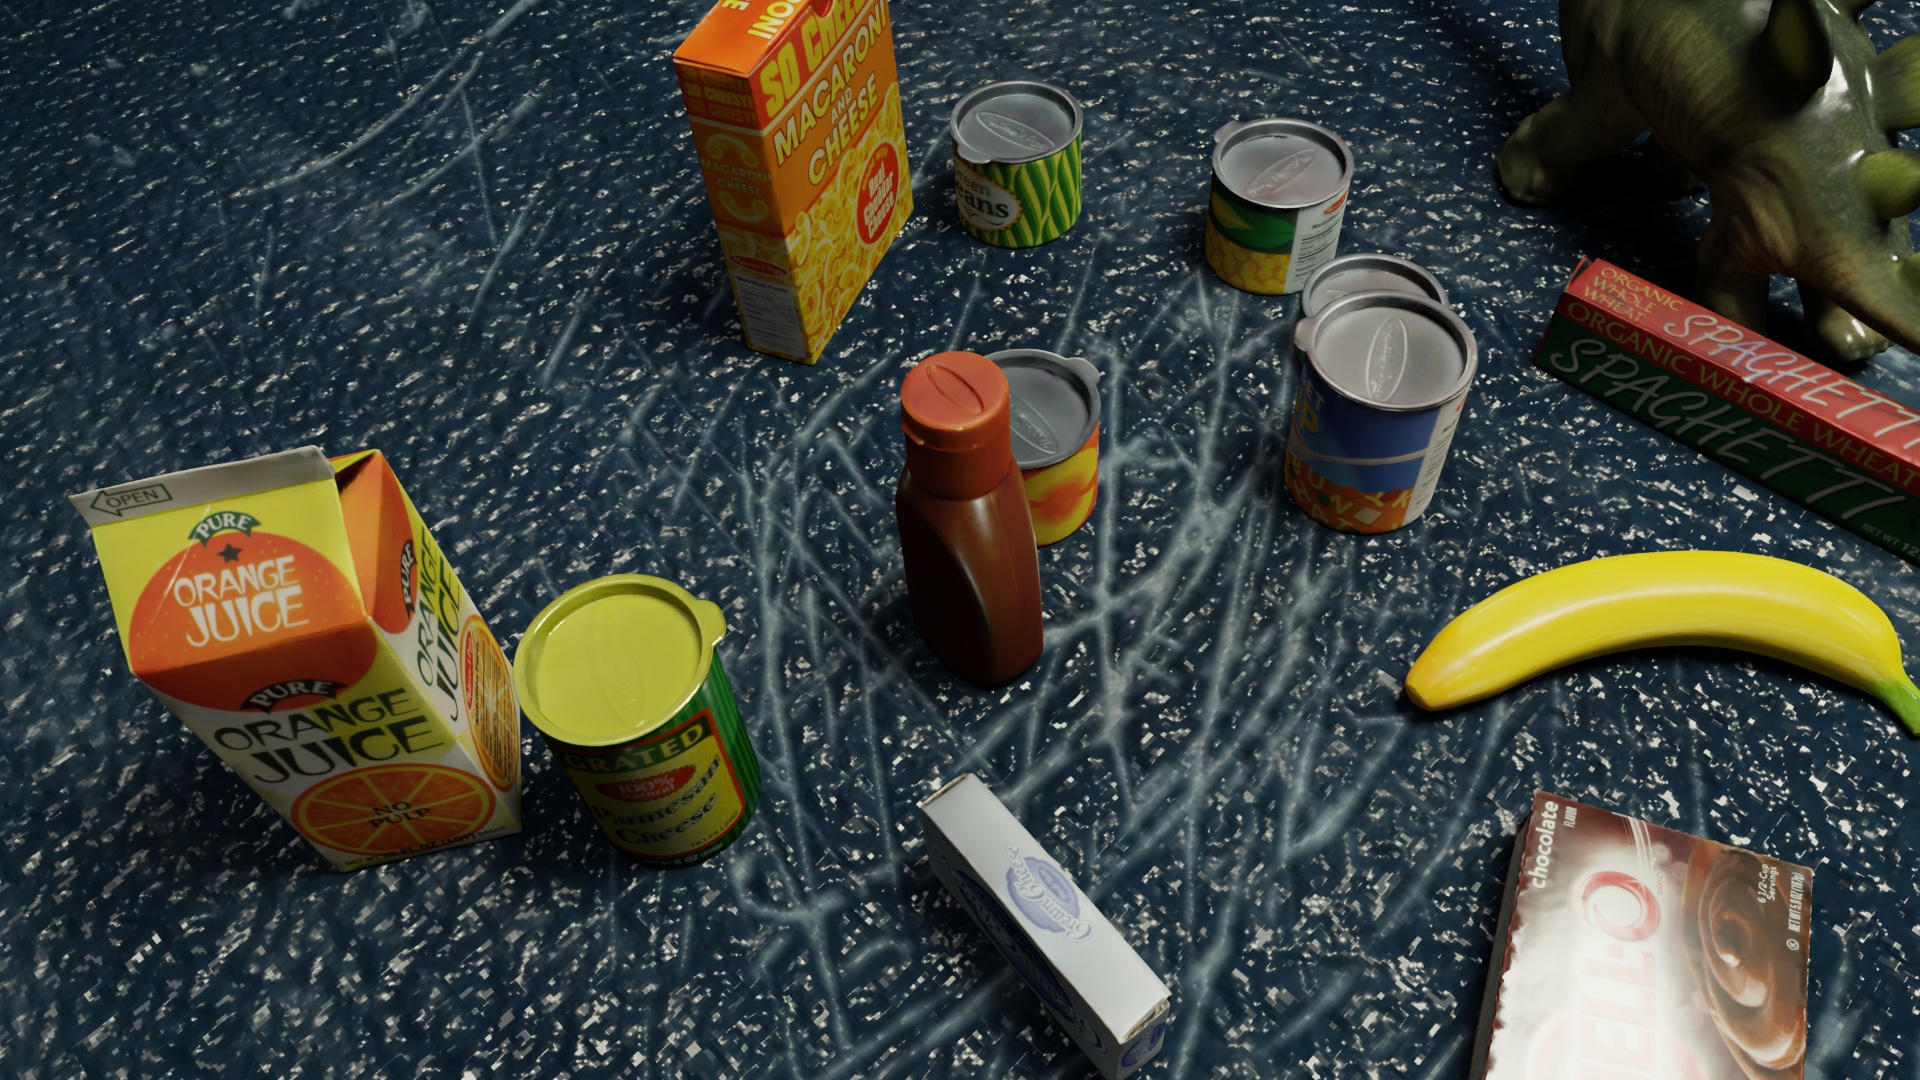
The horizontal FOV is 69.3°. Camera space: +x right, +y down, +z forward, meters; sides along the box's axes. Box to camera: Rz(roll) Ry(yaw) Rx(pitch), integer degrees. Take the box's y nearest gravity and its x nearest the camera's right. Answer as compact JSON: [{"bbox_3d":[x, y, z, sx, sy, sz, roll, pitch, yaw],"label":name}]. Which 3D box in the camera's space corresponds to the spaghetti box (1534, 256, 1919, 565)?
[{"bbox_3d":[0.362,-0.040,0.578,0.250,0.050,0.029,36,64,27],"label":"spaghetti box"}]

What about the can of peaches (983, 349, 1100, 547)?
[{"bbox_3d":[0.029,-0.040,0.597,0.071,0.057,0.071,-2,53,3],"label":"can of peaches"}]

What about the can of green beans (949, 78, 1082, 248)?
[{"bbox_3d":[0.029,-0.192,0.711,0.071,0.057,0.071,-2,53,3],"label":"can of green beans"}]

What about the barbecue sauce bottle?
[{"bbox_3d":[0.002,-0.006,0.518,0.044,0.147,0.065,-33,58,-19],"label":"barbecue sauce bottle"}]

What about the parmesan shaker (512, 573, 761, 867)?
[{"bbox_3d":[-0.109,0.067,0.500,0.071,0.102,0.071,-2,53,3],"label":"parmesan shaker"}]

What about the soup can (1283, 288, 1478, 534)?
[{"bbox_3d":[0.170,-0.053,0.581,0.071,0.083,0.072,-2,53,3],"label":"soup can"}]

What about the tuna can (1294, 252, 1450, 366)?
[{"bbox_3d":[0.189,-0.098,0.645,0.071,0.032,0.071,-2,53,3],"label":"tuna can"}]

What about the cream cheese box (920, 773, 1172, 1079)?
[{"bbox_3d":[0.028,0.132,0.473,0.024,0.053,0.104,-34,58,-19],"label":"cream cheese box"}]

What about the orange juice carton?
[{"bbox_3d":[-0.214,0.036,0.475,0.072,0.191,0.073,-12,54,-5],"label":"orange juice carton"}]

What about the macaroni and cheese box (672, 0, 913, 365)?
[{"bbox_3d":[-0.069,-0.184,0.644,0.040,0.165,0.124,16,56,16],"label":"macaroni and cheese box"}]

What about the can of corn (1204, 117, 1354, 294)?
[{"bbox_3d":[0.153,-0.164,0.681,0.071,0.058,0.071,-2,53,3],"label":"can of corn"}]
